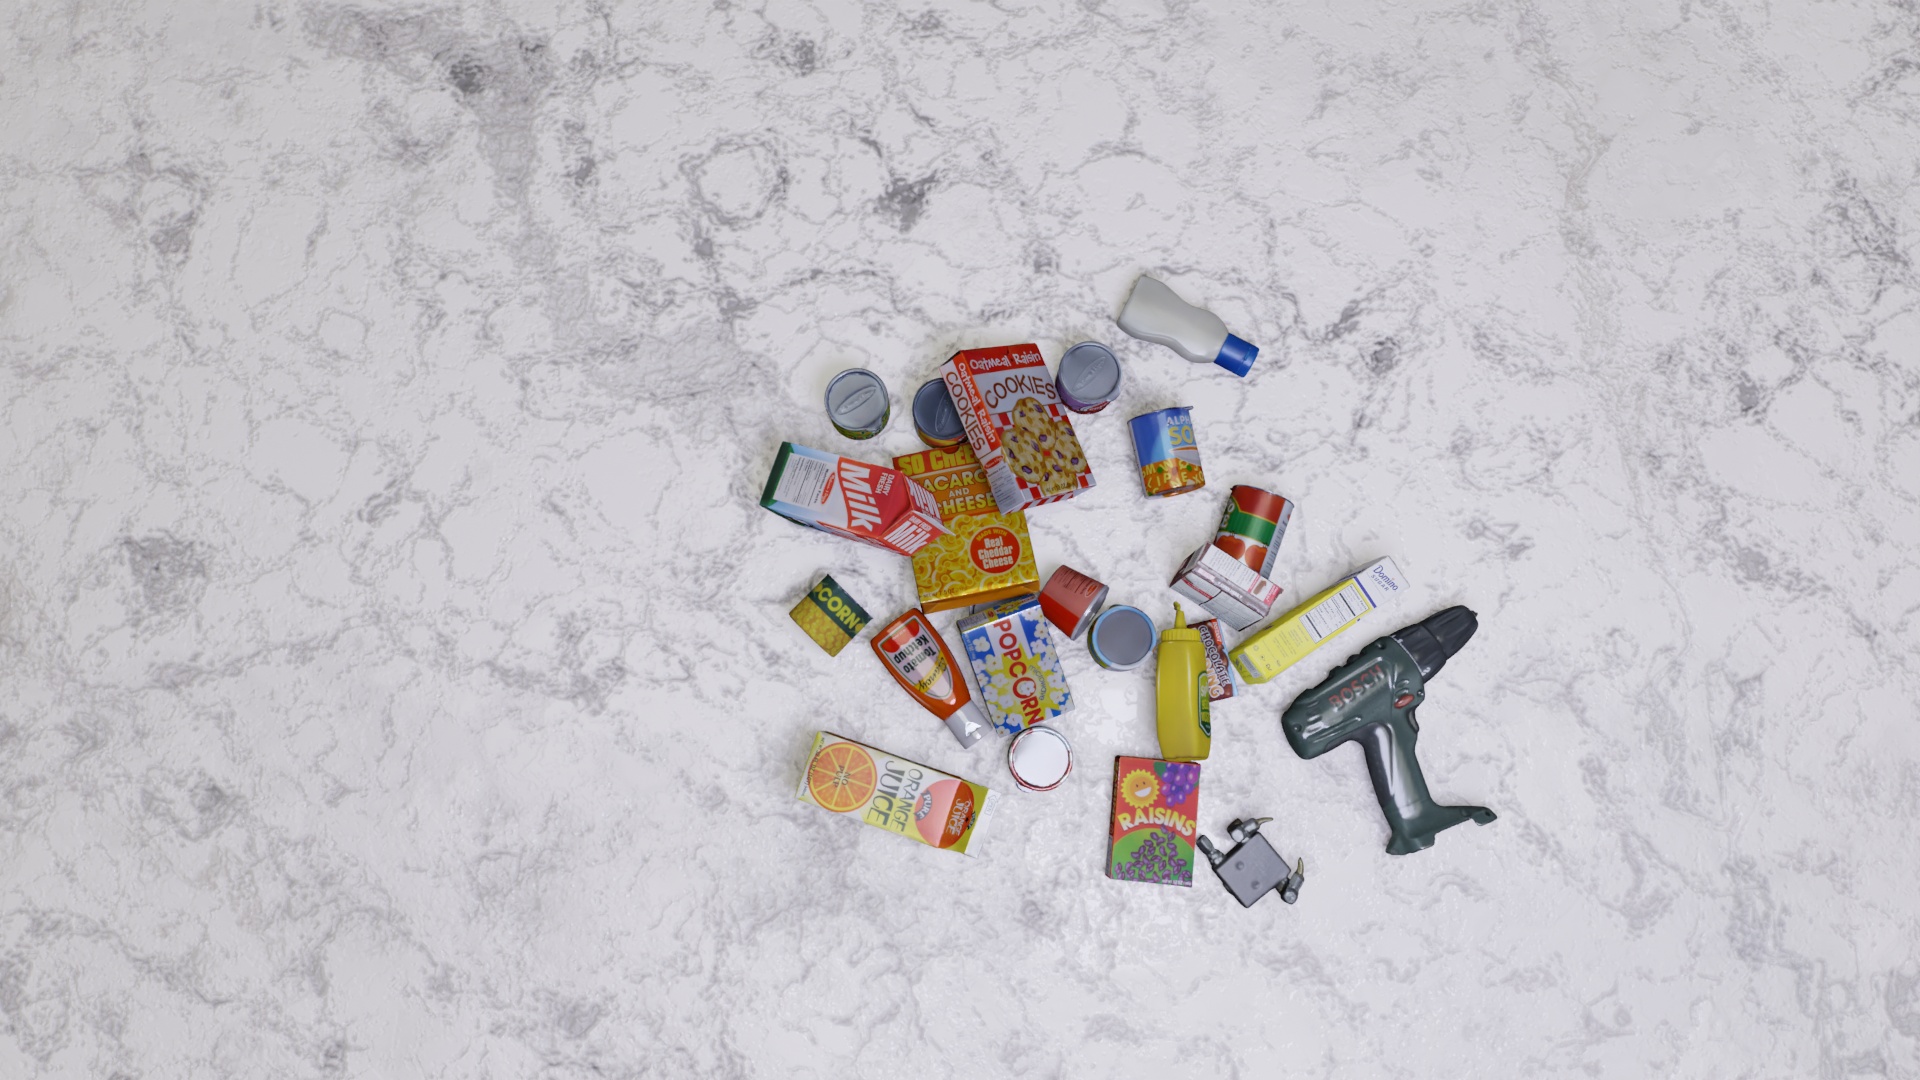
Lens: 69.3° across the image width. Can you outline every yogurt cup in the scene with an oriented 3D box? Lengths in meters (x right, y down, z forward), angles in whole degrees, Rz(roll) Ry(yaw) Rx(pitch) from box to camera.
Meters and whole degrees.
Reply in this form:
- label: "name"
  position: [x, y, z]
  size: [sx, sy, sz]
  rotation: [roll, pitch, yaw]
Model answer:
- label: "yogurt cup"
  position: [0.113, 0.061, 1.425]
  size: [0.054, 0.072, 0.072]
  rotation: [33, 83, 12]

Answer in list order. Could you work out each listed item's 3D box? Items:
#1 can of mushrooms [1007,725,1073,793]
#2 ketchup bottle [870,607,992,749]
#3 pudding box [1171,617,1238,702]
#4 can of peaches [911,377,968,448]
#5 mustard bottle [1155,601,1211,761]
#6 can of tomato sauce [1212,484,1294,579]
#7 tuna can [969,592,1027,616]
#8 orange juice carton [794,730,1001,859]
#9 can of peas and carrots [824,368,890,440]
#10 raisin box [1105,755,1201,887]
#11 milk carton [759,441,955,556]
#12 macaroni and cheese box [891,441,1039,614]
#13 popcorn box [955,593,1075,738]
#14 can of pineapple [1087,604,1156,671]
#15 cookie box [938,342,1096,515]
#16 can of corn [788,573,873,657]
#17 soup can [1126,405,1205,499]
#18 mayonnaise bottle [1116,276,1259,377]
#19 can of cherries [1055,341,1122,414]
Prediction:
- label: "can of mushrooms"
  position: [0.080, 0.224, 1.415]
  size: [0.071, 0.033, 0.071]
  rotation: [0, 82, -1]
- label: "ketchup bottle"
  position: [-0.025, 0.144, 1.421]
  size: [0.065, 0.043, 0.149]
  rotation: [-37, 84, -4]
- label: "pudding box"
  position: [0.252, 0.126, 1.432]
  size: [0.050, 0.030, 0.084]
  rotation: [-12, 82, -2]
- label: "can of peaches"
  position: [-0.015, -0.131, 1.453]
  size: [0.071, 0.058, 0.071]
  rotation: [0, 82, -1]
- label: "mustard bottle"
  position: [0.221, 0.139, 1.385]
  size: [0.049, 0.065, 0.160]
  rotation: [-6, 78, 23]
- label: "can of tomato sauce"
  position: [0.298, -0.008, 1.434]
  size: [0.071, 0.071, 0.083]
  rotation: [20, 83, 2]
- label: "tuna can"
  position: [0.040, 0.074, 1.437]
  size: [0.071, 0.033, 0.071]
  rotation: [0, 82, 0]
- label: "orange juice carton"
  position: [-0.061, 0.254, 1.390]
  size: [0.193, 0.073, 0.072]
  rotation: [19, 82, 2]
- label: "can of peas and carrots"
  position: [-0.105, -0.140, 1.453]
  size: [0.071, 0.058, 0.071]
  rotation: [0, 83, -1]
- label: "raisin box"
  position: [0.195, 0.283, 1.405]
  size: [0.086, 0.040, 0.123]
  rotation: [5, 83, 1]
- label: "milk carton"
  position: [-0.099, -0.037, 1.395]
  size: [0.191, 0.072, 0.073]
  rotation: [15, 81, 29]
- label: "macaroni and cheese box"
  position: [0.005, -0.018, 1.427]
  size: [0.124, 0.040, 0.167]
  rotation: [-11, 68, -2]
- label: "popcorn box"
  position: [0.056, 0.126, 1.402]
  size: [0.085, 0.038, 0.126]
  rotation: [-21, 109, -4]
- label: "can of pineapple"
  position: [0.164, 0.099, 1.421]
  size: [0.071, 0.058, 0.071]
  rotation: [0, 82, 0]
- label: "cookie box"
  position: [0.061, -0.118, 1.424]
  size: [0.123, 0.040, 0.167]
  rotation: [-14, 79, -48]
- label: "can of corn"
  position: [-0.132, 0.077, 1.416]
  size: [0.071, 0.071, 0.058]
  rotation: [44, 85, 5]
- label: "soup can"
  position: [0.217, -0.091, 1.444]
  size: [0.071, 0.071, 0.084]
  rotation: [-12, 83, -2]
- label: "mayonnaise bottle"
  position: [0.244, -0.222, 1.477]
  size: [0.148, 0.041, 0.065]
  rotation: [28, 84, 2]
- label: "can of cherries"
  position: [0.135, -0.168, 1.460]
  size: [0.071, 0.058, 0.071]
  rotation: [0, 81, -1]
